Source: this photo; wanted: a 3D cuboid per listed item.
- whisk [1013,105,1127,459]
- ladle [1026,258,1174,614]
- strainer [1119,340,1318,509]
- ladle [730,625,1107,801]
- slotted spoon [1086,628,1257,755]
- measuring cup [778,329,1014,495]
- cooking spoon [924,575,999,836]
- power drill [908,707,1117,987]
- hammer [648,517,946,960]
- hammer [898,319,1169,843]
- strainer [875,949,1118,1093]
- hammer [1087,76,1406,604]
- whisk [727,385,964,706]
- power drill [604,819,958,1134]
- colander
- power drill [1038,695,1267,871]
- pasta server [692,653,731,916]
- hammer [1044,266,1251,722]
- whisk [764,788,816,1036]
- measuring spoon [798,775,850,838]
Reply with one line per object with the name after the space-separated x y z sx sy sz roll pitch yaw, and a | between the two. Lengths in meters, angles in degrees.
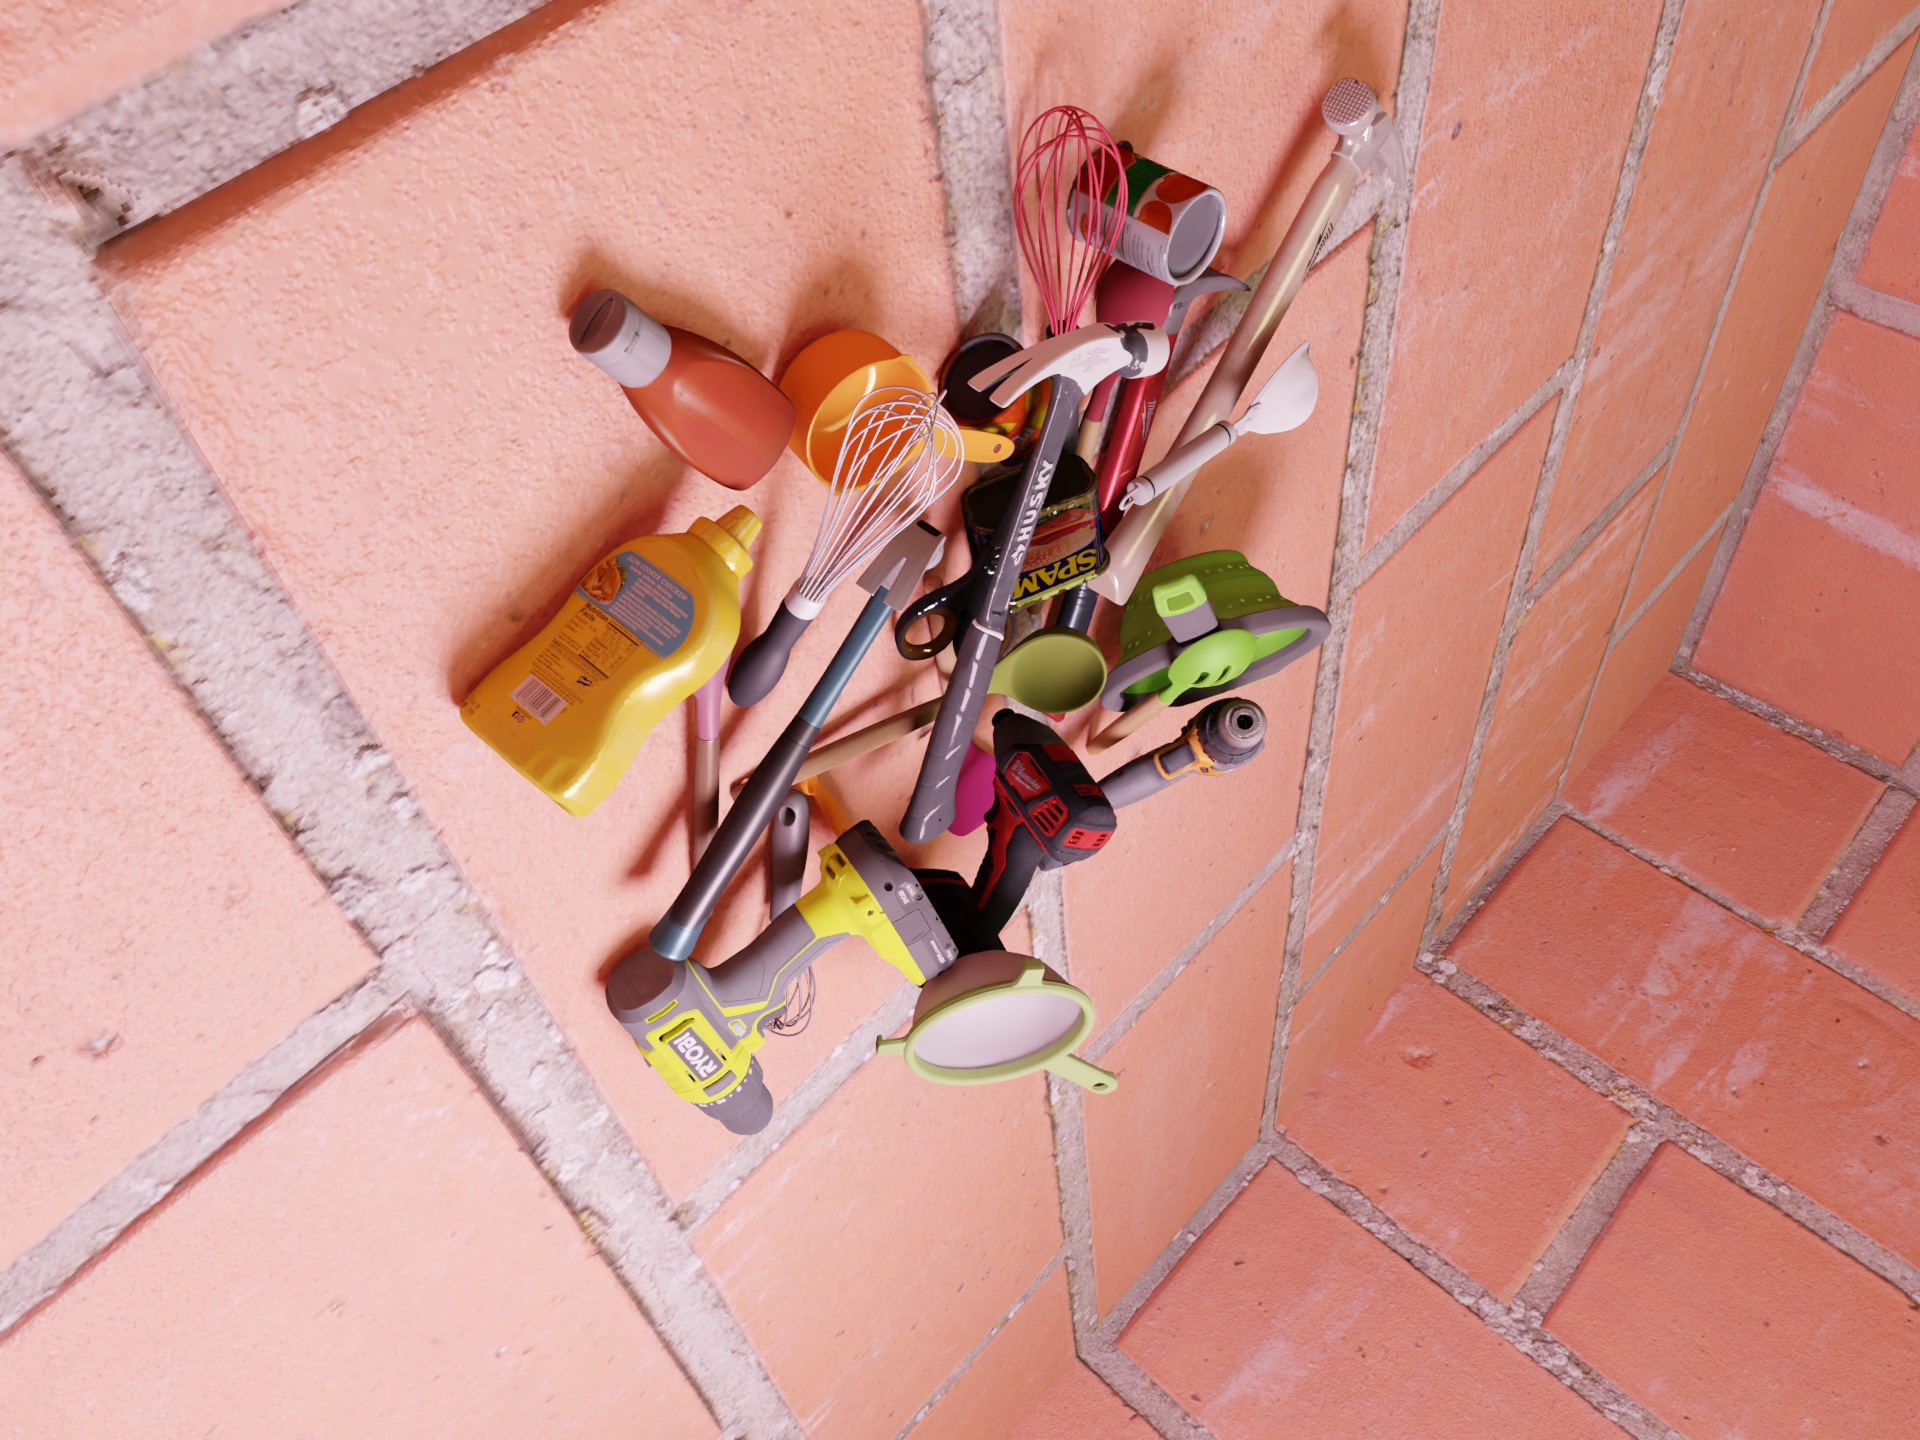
0.069 -0.274 1.053 0.073 0.073 0.295 -40 153 -25 | whisk
0.091 -0.203 1.170 0.031 0.069 0.315 -12 138 -29 | ladle
0.200 -0.213 1.176 0.258 0.050 0.086 -36 164 -32 | strainer
-0.023 0.004 1.173 0.320 0.062 0.078 -24 138 -31 | ladle
0.166 -0.014 1.345 0.070 0.031 0.313 -7 167 -18 | slotted spoon
-0.037 -0.186 0.967 0.173 0.052 0.095 -1 128 -48 | measuring cup
-0.002 -0.004 1.263 0.069 0.017 0.318 -35 146 -18 | cooking spoon
0.024 0.102 1.275 0.078 0.143 0.219 8 127 -43 | power drill
-0.107 0.012 1.045 0.331 0.033 0.128 -58 -179 3 | hammer
0.021 -0.075 1.075 0.149 0.036 0.408 -19 139 -42 | hammer
0.053 0.239 1.269 0.151 0.069 0.256 -31 142 19 | strainer
0.217 -0.273 1.223 0.410 0.038 0.146 -61 154 8 | hammer
-0.078 -0.094 0.948 0.070 0.070 0.284 -23 161 -44 | whisk
-0.122 0.196 1.161 0.228 0.080 0.190 -34 132 -9 | power drill
0.186 -0.097 1.290 0.204 0.094 0.397 -19 167 11 | colander
0.158 0.047 1.362 0.226 0.084 0.185 -26 174 -3 | power drill
-0.170 0.022 1.036 0.060 0.040 0.316 -33 148 -35 | pasta server
0.126 -0.170 1.262 0.143 0.038 0.386 -24 138 -46 | hammer
-0.131 0.150 1.204 0.055 0.055 0.238 -27 137 -40 | whisk
-0.102 0.067 1.196 0.116 0.011 0.021 66 32 -60 | measuring spoon
